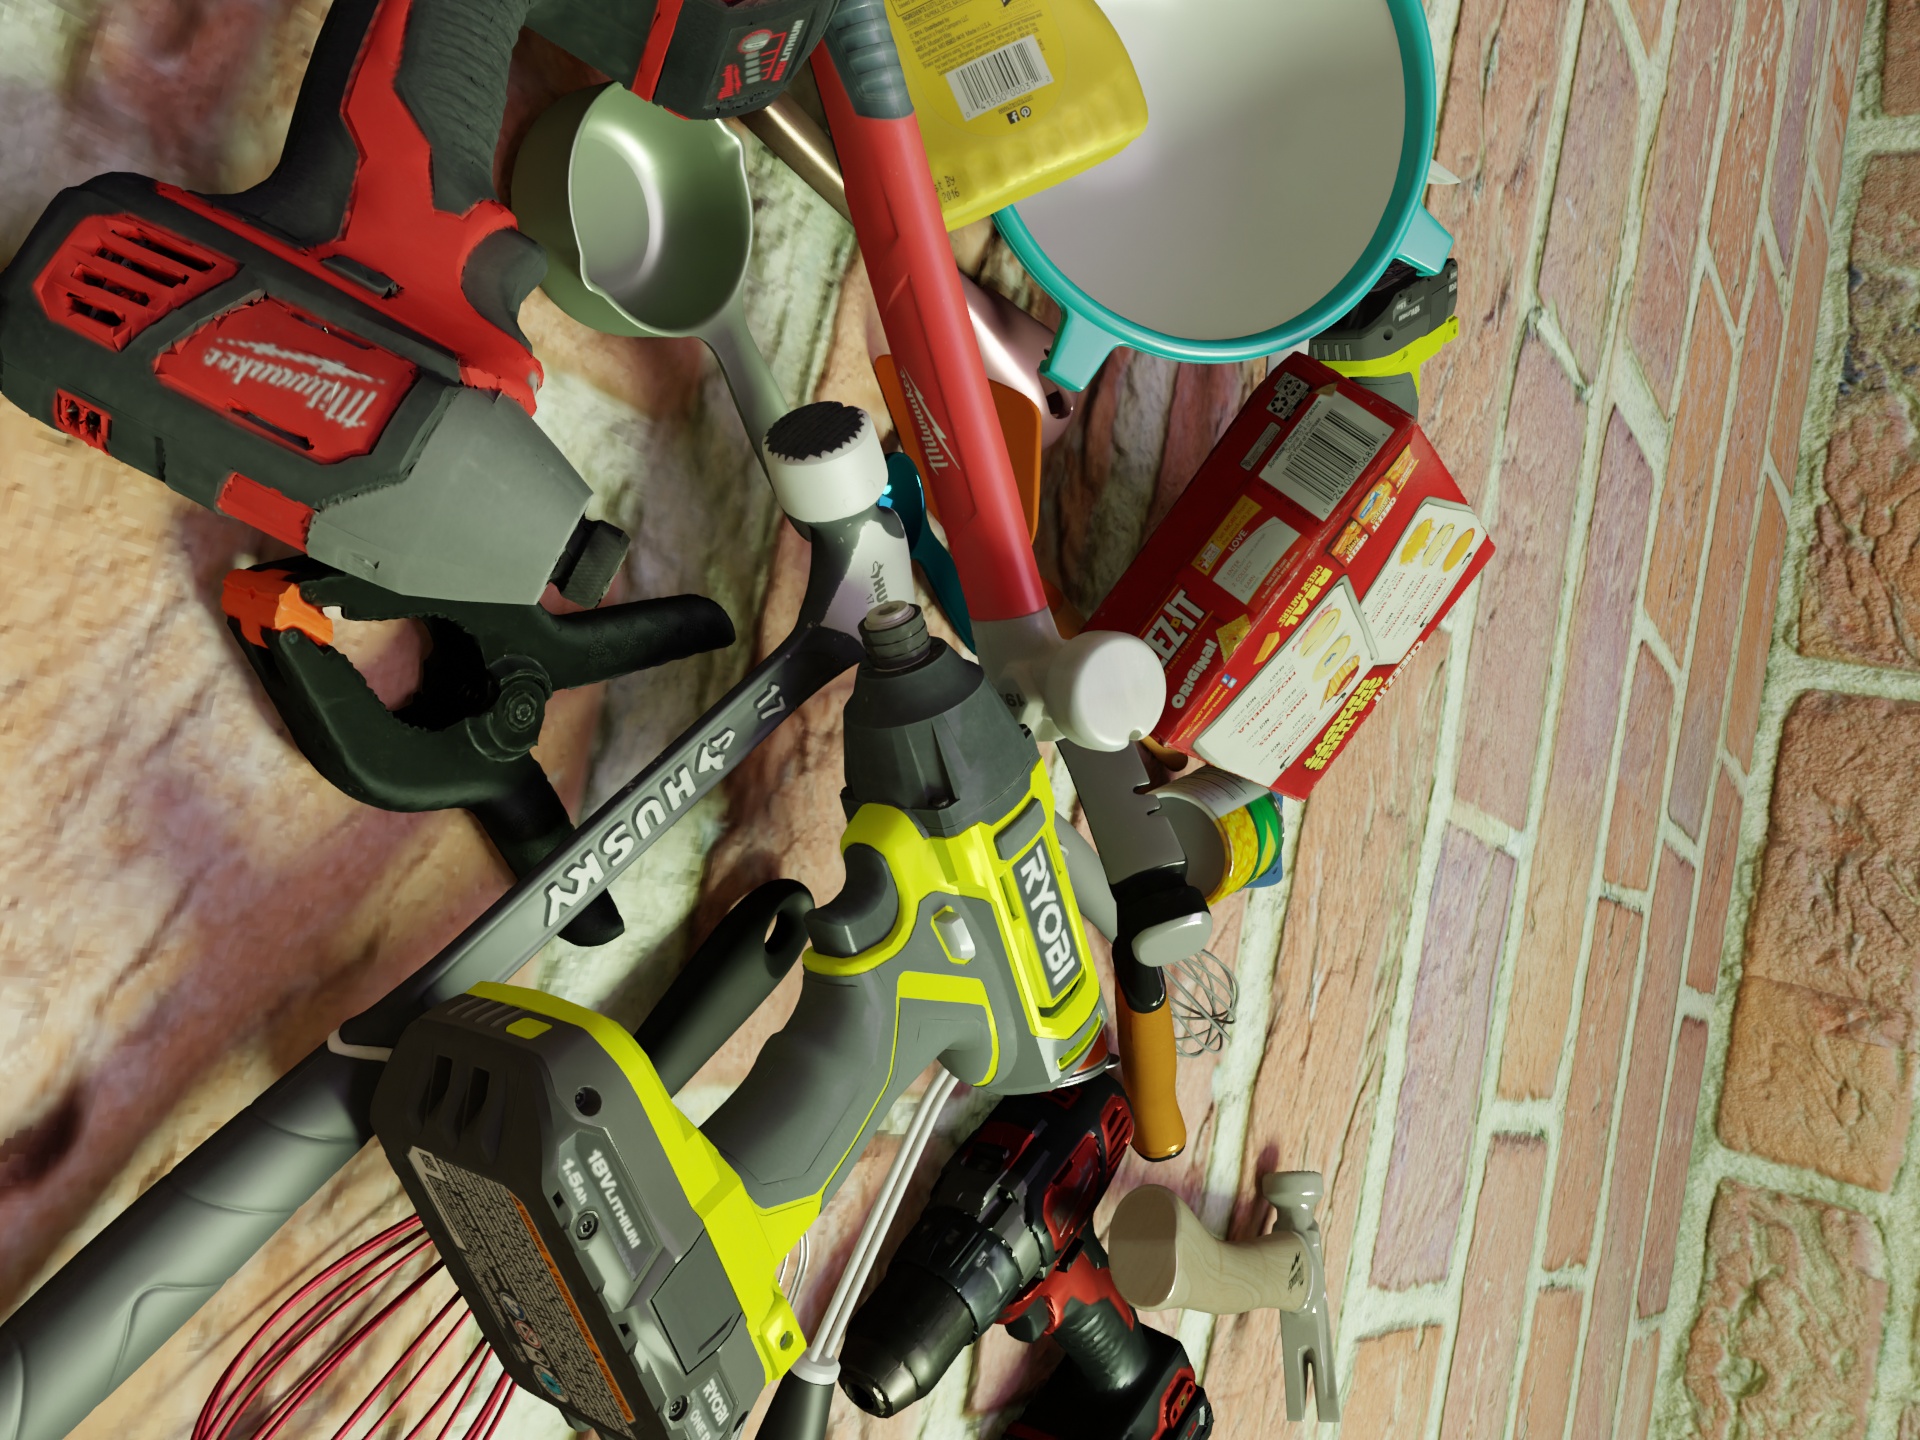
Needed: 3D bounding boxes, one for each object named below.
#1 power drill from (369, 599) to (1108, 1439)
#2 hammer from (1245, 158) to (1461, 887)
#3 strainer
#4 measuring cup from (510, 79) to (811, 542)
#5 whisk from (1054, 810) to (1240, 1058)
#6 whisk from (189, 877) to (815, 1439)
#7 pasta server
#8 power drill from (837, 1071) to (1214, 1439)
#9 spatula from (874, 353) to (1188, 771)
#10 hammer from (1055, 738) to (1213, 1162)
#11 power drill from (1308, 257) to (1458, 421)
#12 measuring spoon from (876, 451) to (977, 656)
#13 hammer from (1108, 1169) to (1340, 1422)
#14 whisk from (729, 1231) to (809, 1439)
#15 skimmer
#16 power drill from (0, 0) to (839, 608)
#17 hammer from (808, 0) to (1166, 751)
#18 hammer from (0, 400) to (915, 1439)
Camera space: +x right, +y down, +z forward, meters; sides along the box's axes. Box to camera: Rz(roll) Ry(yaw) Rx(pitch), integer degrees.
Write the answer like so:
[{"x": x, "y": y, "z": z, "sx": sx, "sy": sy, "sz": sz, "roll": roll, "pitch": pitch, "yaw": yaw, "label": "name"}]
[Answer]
[{"x": -0.047, "y": 0.081, "z": 0.465, "sx": 0.223, "sy": 0.080, "sz": 0.171, "roll": -41, "pitch": 123, "yaw": -42, "label": "power drill"}, {"x": 0.171, "y": -0.105, "z": 0.839, "sx": 0.144, "sy": 0.035, "sz": 0.405, "roll": -2, "pitch": 108, "yaw": -11, "label": "hammer"}, {"x": 0.063, "y": -0.310, "z": 0.645, "sx": 0.211, "sy": 0.095, "sz": 0.340, "roll": -21, "pitch": 102, "yaw": -17, "label": "strainer"}, {"x": -0.088, "y": -0.125, "z": 0.518, "sx": 0.083, "sy": 0.038, "sz": 0.167, "roll": -56, "pitch": 139, "yaw": -32, "label": "measuring cup"}, {"x": 0.081, "y": 0.105, "z": 0.792, "sx": 0.238, "sy": 0.055, "sz": 0.055, "roll": 48, "pitch": 58, "yaw": -41, "label": "whisk"}, {"x": -0.126, "y": 0.144, "z": 0.499, "sx": 0.296, "sy": 0.073, "sz": 0.073, "roll": -50, "pitch": 134, "yaw": -46, "label": "whisk"}, {"x": -0.040, "y": -0.187, "z": 0.585, "sx": 0.316, "sy": 0.040, "sz": 0.060, "roll": 33, "pitch": 70, "yaw": -48, "label": "pasta server"}, {"x": 0.032, "y": 0.293, "z": 0.729, "sx": 0.188, "sy": 0.080, "sz": 0.226, "roll": -41, "pitch": 125, "yaw": -43, "label": "power drill"}, {"x": 0.053, "y": -0.050, "z": 0.718, "sx": 0.041, "sy": 0.081, "sz": 0.322, "roll": -60, "pitch": 146, "yaw": -10, "label": "spatula"}, {"x": 0.078, "y": 0.116, "z": 0.718, "sx": 0.336, "sy": 0.034, "sz": 0.127, "roll": 77, "pitch": -5, "yaw": -55, "label": "hammer"}, {"x": 0.233, "y": -0.141, "z": 0.930, "sx": 0.190, "sy": 0.080, "sz": 0.228, "roll": -36, "pitch": 127, "yaw": -46, "label": "power drill"}, {"x": -0.017, "y": -0.062, "z": 0.650, "sx": 0.128, "sy": 0.021, "sz": 0.042, "roll": 56, "pitch": 42, "yaw": -54, "label": "measuring spoon"}, {"x": 0.146, "y": 0.295, "z": 0.819, "sx": 0.410, "sy": 0.038, "sz": 0.146, "roll": 42, "pitch": 43, "yaw": -62, "label": "hammer"}, {"x": -0.101, "y": 0.286, "z": 0.559, "sx": 0.070, "sy": 0.070, "sz": 0.284, "roll": -1, "pitch": 101, "yaw": -54, "label": "whisk"}, {"x": -0.051, "y": 0.179, "z": 0.619, "sx": 0.127, "sy": 0.090, "sz": 0.363, "roll": 24, "pitch": 89, "yaw": -52, "label": "skimmer"}, {"x": -0.115, "y": -0.137, "z": 0.398, "sx": 0.143, "sy": 0.078, "sz": 0.220, "roll": 28, "pitch": 71, "yaw": -13, "label": "power drill"}, {"x": -0.033, "y": -0.177, "z": 0.512, "sx": 0.038, "sy": 0.143, "sz": 0.386, "roll": -24, "pitch": 106, "yaw": -27, "label": "hammer"}, {"x": -0.143, "y": 0.079, "z": 0.440, "sx": 0.409, "sy": 0.036, "sz": 0.149, "roll": -46, "pitch": 140, "yaw": -30, "label": "hammer"}]
